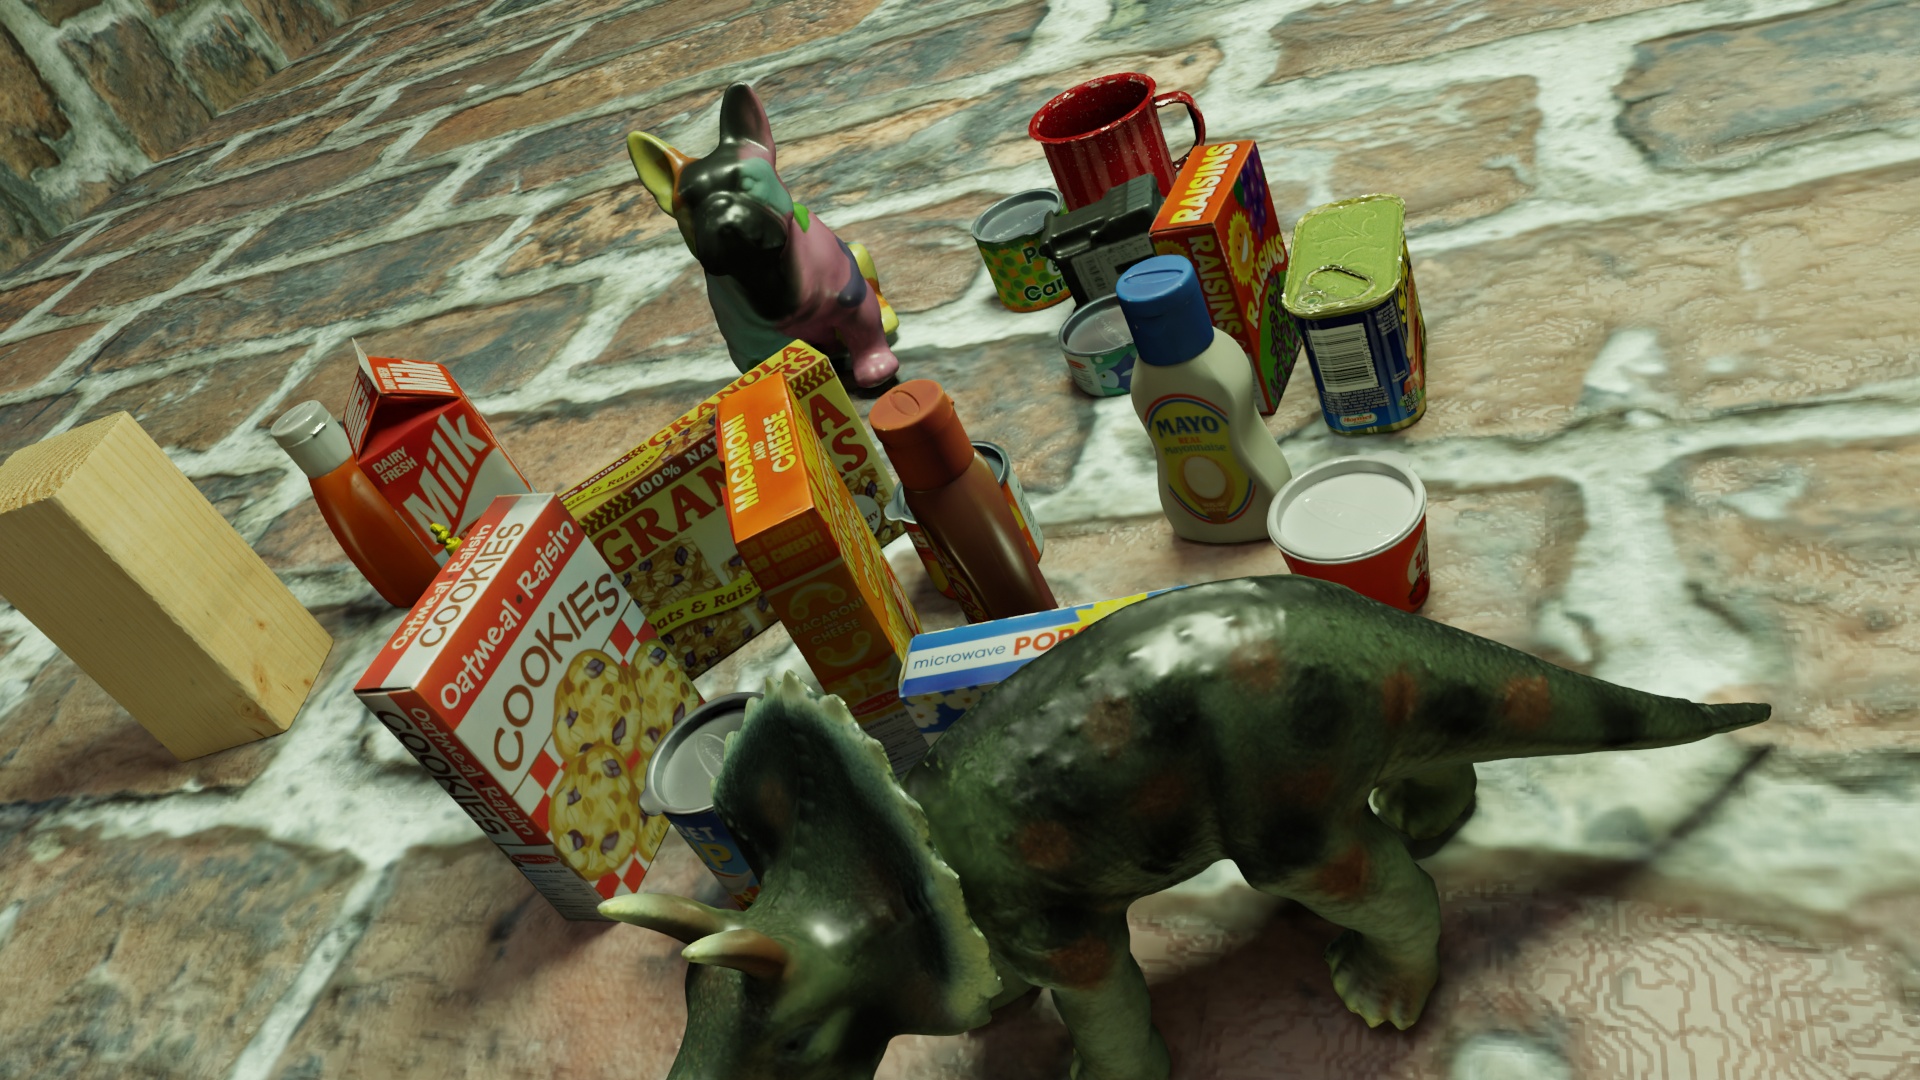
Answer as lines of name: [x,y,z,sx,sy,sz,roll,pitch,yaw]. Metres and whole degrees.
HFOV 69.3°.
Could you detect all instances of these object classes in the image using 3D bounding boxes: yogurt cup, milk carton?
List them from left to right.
milk carton: [-0.315,-0.039,0.860,0.073,0.189,0.072,-35,36,-12]
yogurt cup: [0.176,0.003,0.616,0.072,0.053,0.073,-17,37,13]

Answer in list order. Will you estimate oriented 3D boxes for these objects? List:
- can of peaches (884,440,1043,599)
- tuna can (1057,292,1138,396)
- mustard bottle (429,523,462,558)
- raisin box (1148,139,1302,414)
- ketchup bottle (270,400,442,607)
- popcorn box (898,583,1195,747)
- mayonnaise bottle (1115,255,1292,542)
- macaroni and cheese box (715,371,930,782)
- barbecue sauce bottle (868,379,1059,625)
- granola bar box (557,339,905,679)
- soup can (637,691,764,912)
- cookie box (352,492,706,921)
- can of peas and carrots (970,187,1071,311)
can of peaches: [0.003,-0.009,0.737,0.071,0.057,0.071,-17,36,13]
tuna can: [0.097,-0.120,0.839,0.071,0.032,0.071,-17,37,13]
mustard bottle: [-0.223,0.052,0.714,0.049,0.159,0.066,-14,37,18]
raisin box: [0.148,-0.141,0.756,0.040,0.123,0.086,0,43,33]
ketchup bottle: [-0.400,-0.026,0.934,0.043,0.148,0.065,4,46,36]
popcorn box: [0.048,0.070,0.585,0.126,0.085,0.038,-12,38,20]
mayonnaise bottle: [0.112,-0.064,0.660,0.064,0.147,0.041,-2,42,31]
macaroni and cheese box: [-0.057,0.022,0.643,0.040,0.165,0.124,-25,35,3]
barbecue sauce bottle: [0.003,-0.008,0.658,0.044,0.148,0.065,-32,36,-7]
granola bar box: [-0.123,-0.014,0.766,0.166,0.123,0.039,-35,36,-12]
soup can: [-0.091,0.120,0.612,0.071,0.083,0.072,-17,36,13]
cookie box: [-0.190,0.079,0.654,0.040,0.166,0.123,-7,40,26]
can of peas and carrots: [0.049,-0.197,0.943,0.071,0.058,0.071,-17,36,13]
